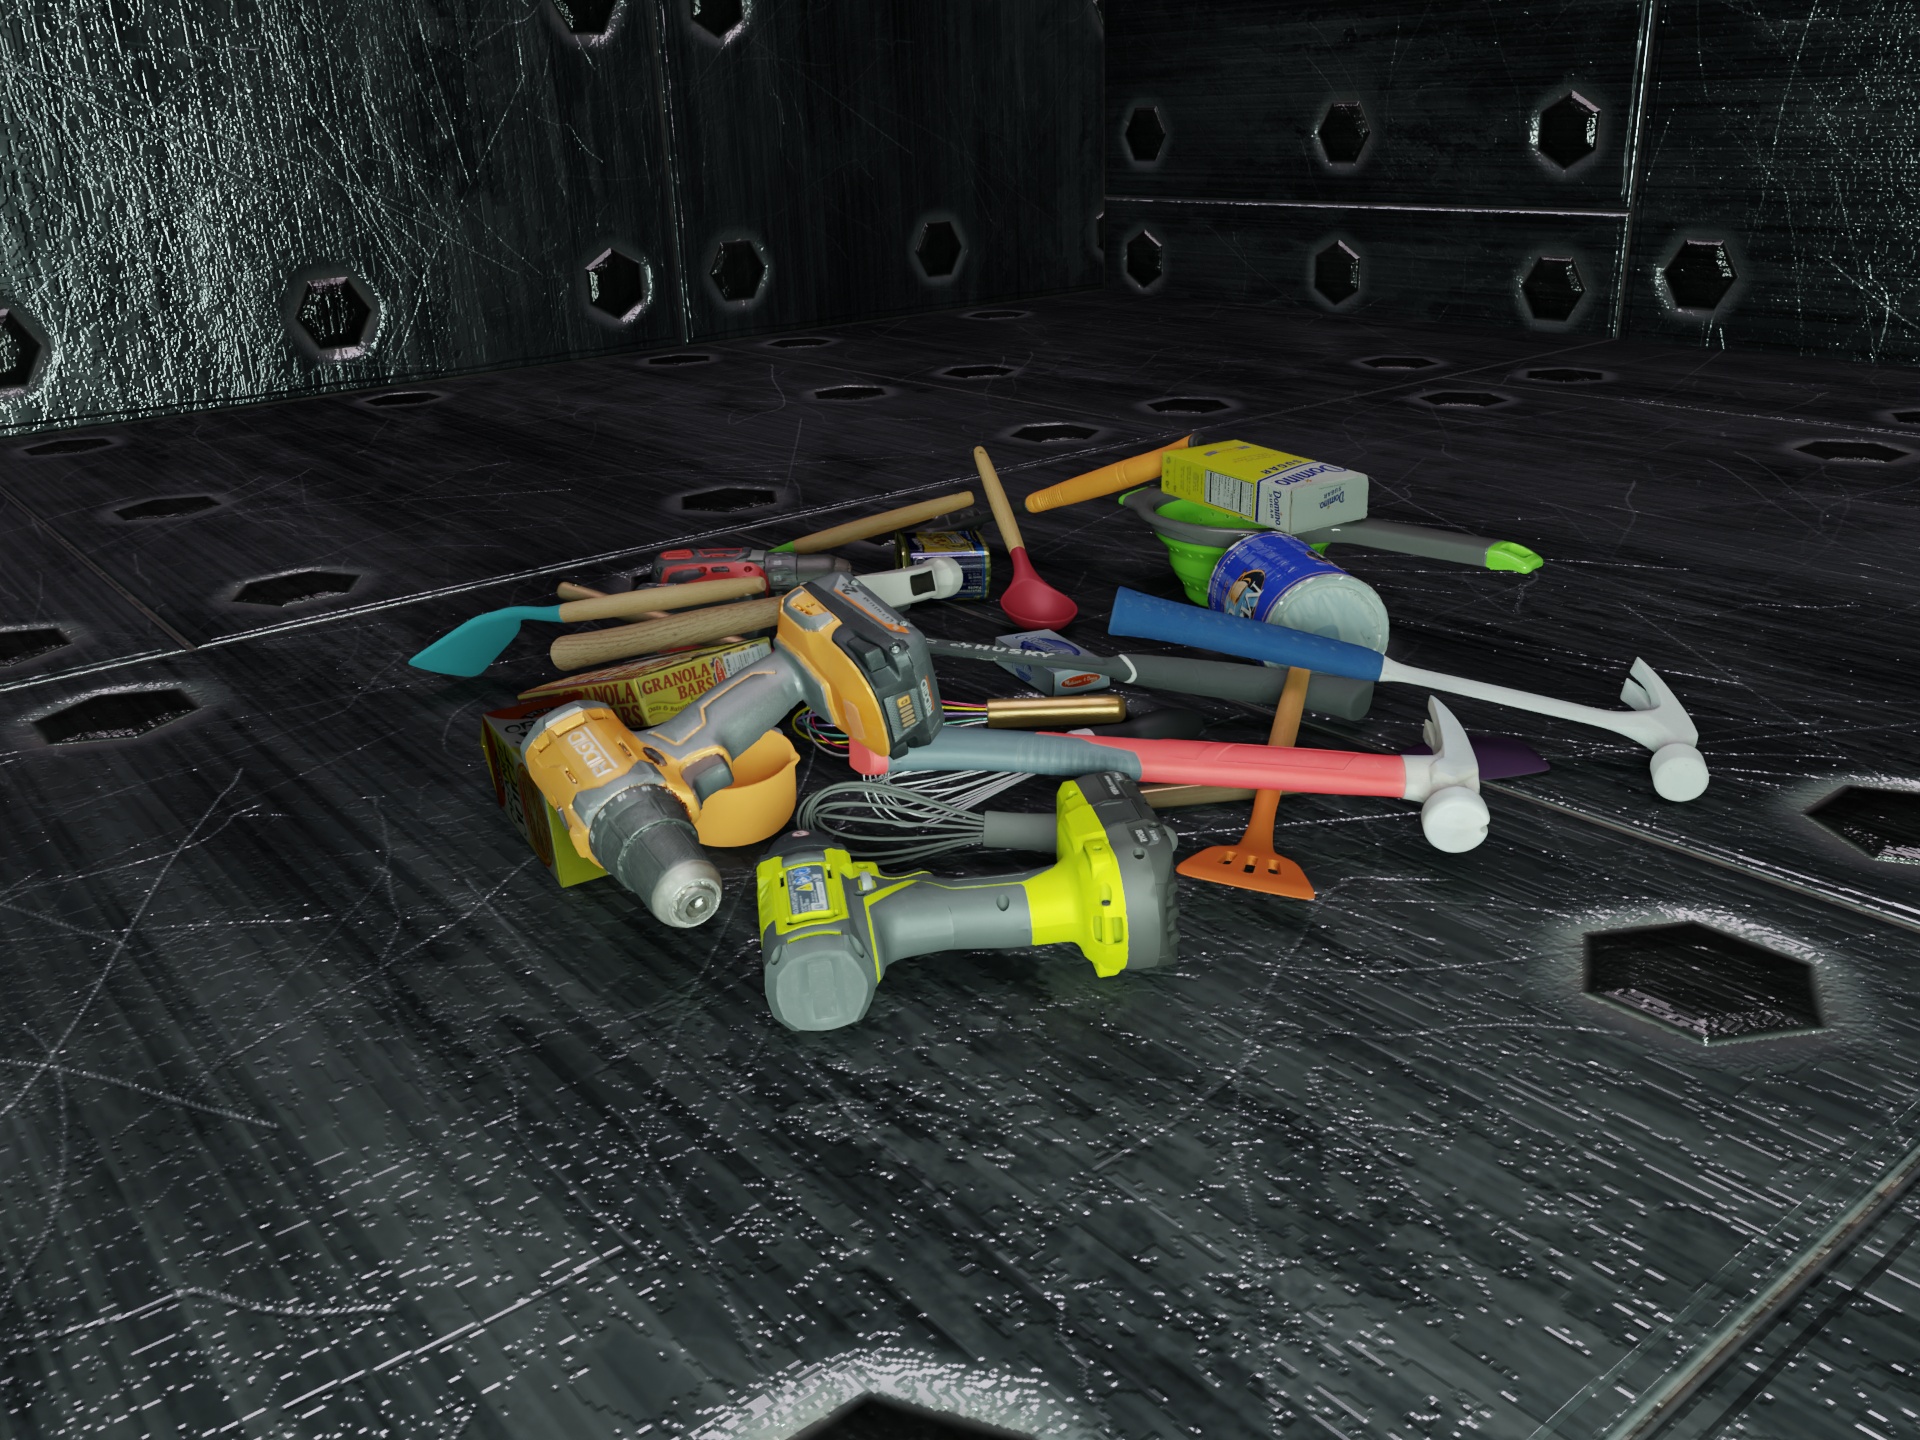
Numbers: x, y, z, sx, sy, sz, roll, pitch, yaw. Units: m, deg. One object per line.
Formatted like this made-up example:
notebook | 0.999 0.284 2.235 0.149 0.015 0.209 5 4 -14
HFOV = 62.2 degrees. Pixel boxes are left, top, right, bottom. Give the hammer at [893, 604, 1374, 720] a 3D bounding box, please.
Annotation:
hammer | 0.107 -0.042 1.218 0.409 0.036 0.149 7 21 11

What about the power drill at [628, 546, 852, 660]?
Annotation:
power drill | -0.196 -0.108 1.427 0.188 0.080 0.227 -2 18 0

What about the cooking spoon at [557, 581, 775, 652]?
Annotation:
cooking spoon | -0.186 -0.062 1.273 0.319 0.017 0.069 18 17 16

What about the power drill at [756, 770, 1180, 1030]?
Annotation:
power drill | -0.002 0.093 0.894 0.223 0.080 0.171 -8 23 -6

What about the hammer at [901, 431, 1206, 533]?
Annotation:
hammer | 0.095 -0.226 1.596 0.337 0.034 0.127 -13 12 37

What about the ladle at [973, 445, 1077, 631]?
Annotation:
ladle | 0.048 -0.176 1.518 0.069 0.031 0.316 -1 41 -13

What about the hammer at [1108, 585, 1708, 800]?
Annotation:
hammer | 0.307 -0.036 1.121 0.405 0.035 0.144 13 31 7

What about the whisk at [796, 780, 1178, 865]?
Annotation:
whisk | 0.017 0.070 0.995 0.239 0.055 0.055 3 22 2

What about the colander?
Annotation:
colander | 0.324 -0.140 1.426 0.397 0.094 0.204 18 29 41

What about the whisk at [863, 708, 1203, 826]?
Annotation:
whisk | 0.057 0.023 1.101 0.284 0.070 0.070 -10 22 -30

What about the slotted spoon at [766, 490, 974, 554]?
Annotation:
slotted spoon | -0.137 -0.174 1.555 0.314 0.031 0.070 -15 20 10

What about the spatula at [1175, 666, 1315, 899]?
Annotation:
spatula | 0.208 0.027 1.046 0.081 0.041 0.323 11 35 14

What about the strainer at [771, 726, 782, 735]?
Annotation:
strainer | -0.153 -0.006 1.212 0.087 0.050 0.258 -10 14 20

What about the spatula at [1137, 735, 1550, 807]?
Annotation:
spatula | 0.250 0.037 1.086 0.316 0.018 0.060 -6 29 -12

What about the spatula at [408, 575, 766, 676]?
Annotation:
spatula | -0.294 -0.078 1.271 0.317 0.044 0.082 -6 -9 24

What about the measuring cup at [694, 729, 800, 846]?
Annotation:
measuring cup | -0.149 0.027 1.088 0.095 0.052 0.174 1 26 4

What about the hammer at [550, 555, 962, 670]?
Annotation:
hammer | -0.170 -0.074 1.178 0.331 0.031 0.130 -9 6 27

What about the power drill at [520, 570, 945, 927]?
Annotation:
power drill | -0.120 0.017 0.915 0.226 0.084 0.186 -29 42 -19

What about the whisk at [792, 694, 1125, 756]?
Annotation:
whisk | -0.002 -0.003 1.170 0.245 0.047 0.051 -2 27 2

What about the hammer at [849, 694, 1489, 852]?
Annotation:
hammer | 0.123 0.018 1.001 0.386 0.038 0.143 4 28 5
